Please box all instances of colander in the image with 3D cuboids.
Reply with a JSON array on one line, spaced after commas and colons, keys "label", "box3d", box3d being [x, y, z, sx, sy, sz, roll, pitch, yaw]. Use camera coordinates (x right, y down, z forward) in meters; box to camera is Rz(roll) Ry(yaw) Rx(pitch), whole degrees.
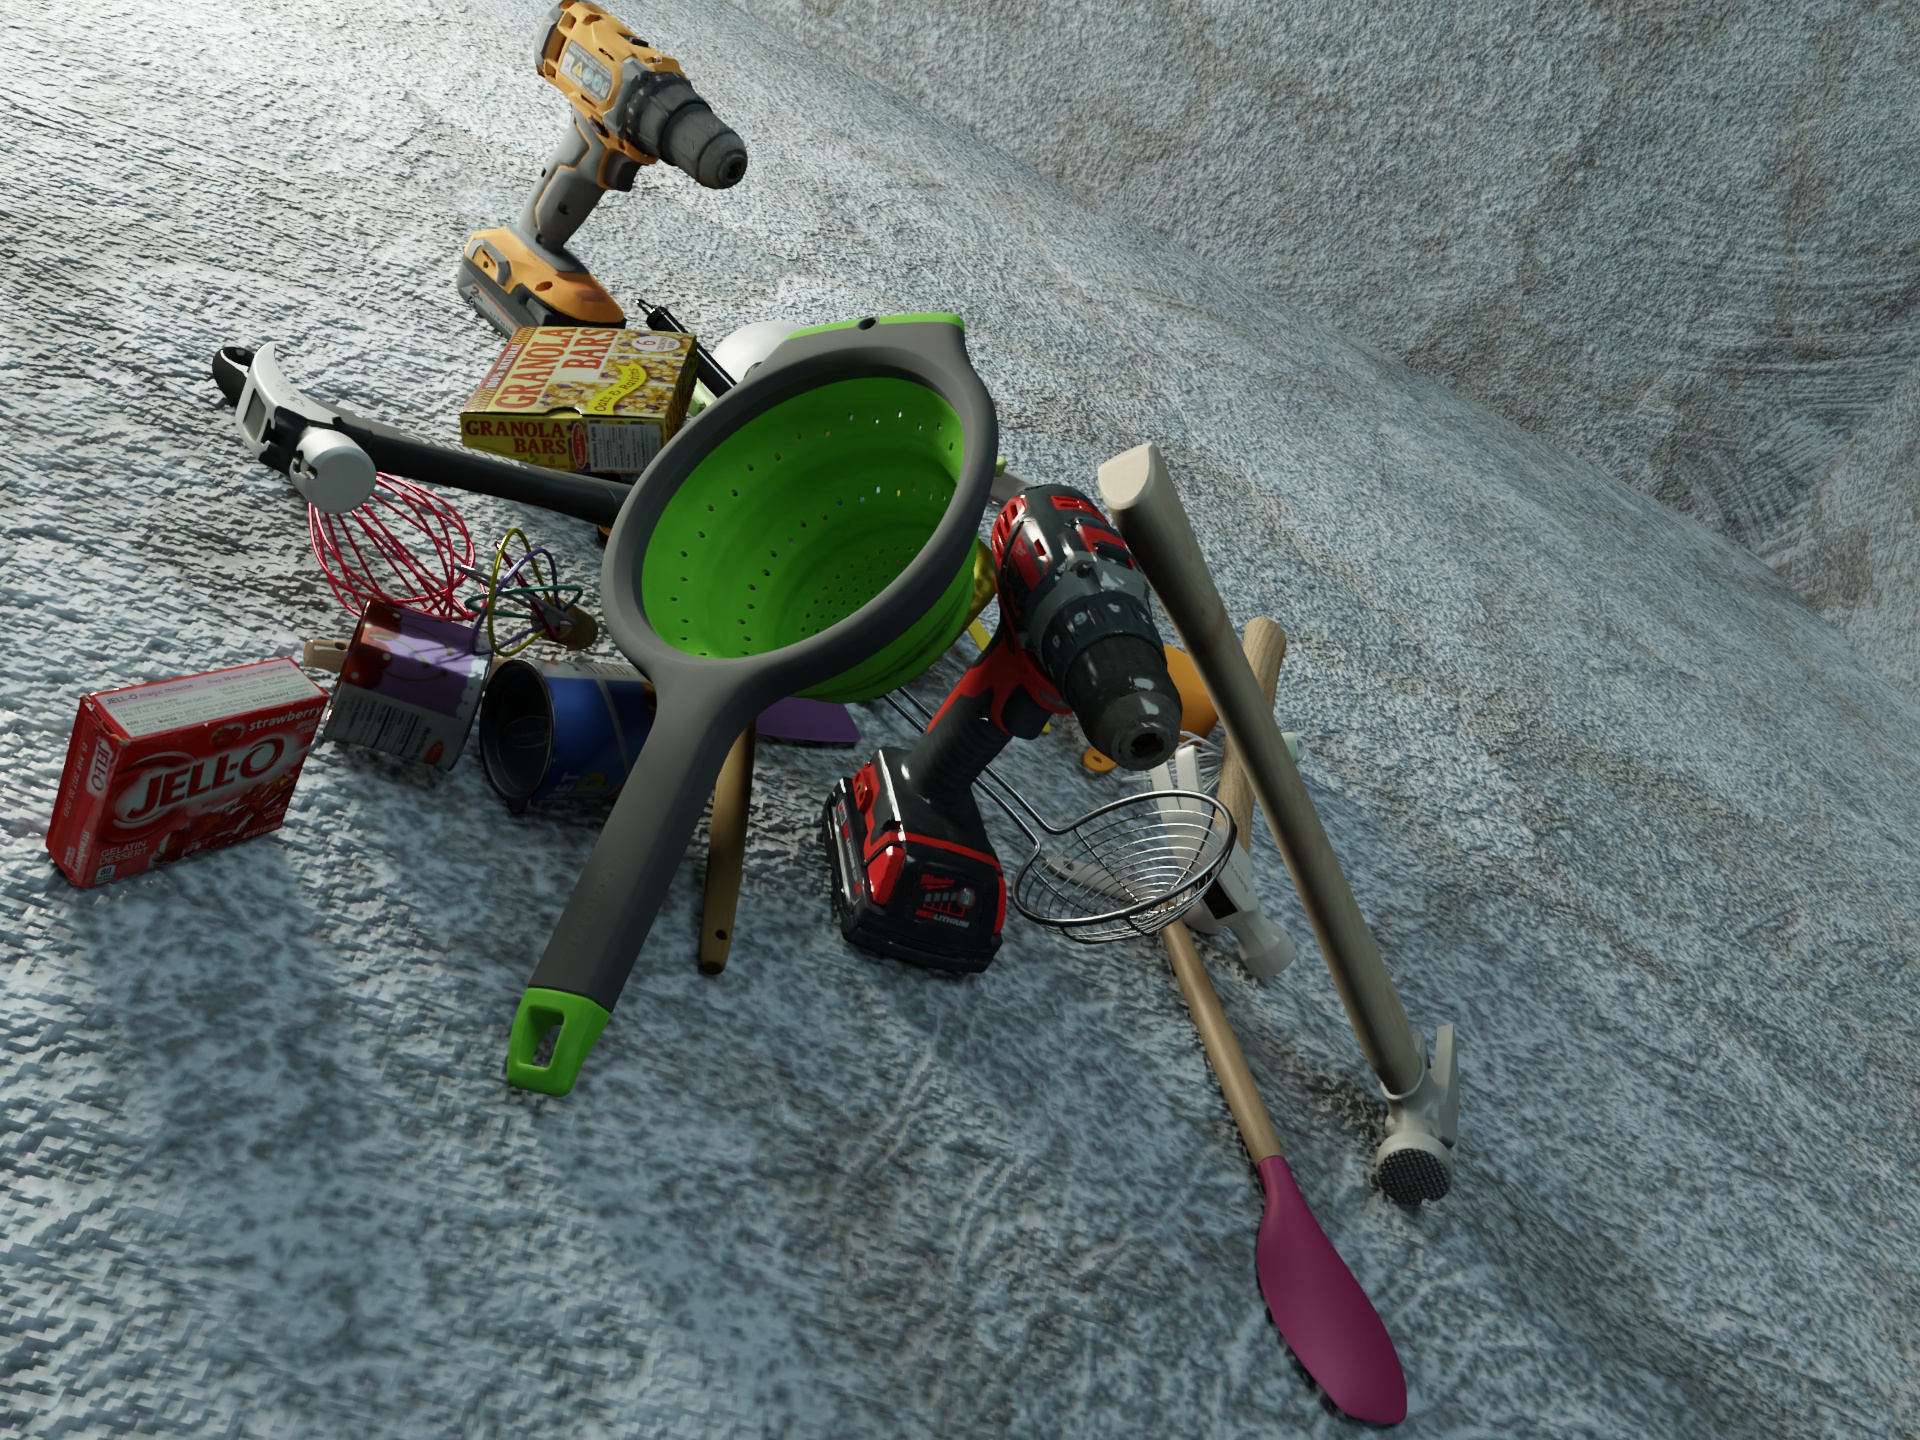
[{"label": "colander", "box3d": [-0.085, -0.008, 0.713, 0.094, 0.204, 0.397, 53, 49, -46]}]

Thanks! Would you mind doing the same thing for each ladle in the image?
[{"label": "ladle", "box3d": [-0.117, 0.011, 0.828, 0.069, 0.031, 0.316, 24, 34, -21]}]

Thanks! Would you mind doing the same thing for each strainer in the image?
[{"label": "strainer", "box3d": [-0.080, -0.254, 1.242, 0.256, 0.069, 0.152, 15, 30, -7]}, {"label": "strainer", "box3d": [-0.152, -0.219, 1.153, 0.258, 0.050, 0.087, 47, 34, 12]}]

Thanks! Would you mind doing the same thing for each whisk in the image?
[{"label": "whisk", "box3d": [-0.194, -0.053, 0.749, 0.245, 0.051, 0.047, 174, -104, -84]}, {"label": "whisk", "box3d": [0.186, 0.029, 1.113, 0.246, 0.059, 0.058, -6, 88, -55]}, {"label": "whisk", "box3d": [-0.332, -0.128, 0.837, 0.073, 0.073, 0.296, -2, 35, -47]}]

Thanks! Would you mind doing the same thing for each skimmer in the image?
[{"label": "skimmer", "box3d": [-0.001, -0.003, 0.920, 0.127, 0.090, 0.363, -35, 63, -27]}]

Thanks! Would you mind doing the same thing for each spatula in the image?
[{"label": "spatula", "box3d": [-0.185, -0.018, 0.838, 0.315, 0.018, 0.060, 6, 39, -42]}]

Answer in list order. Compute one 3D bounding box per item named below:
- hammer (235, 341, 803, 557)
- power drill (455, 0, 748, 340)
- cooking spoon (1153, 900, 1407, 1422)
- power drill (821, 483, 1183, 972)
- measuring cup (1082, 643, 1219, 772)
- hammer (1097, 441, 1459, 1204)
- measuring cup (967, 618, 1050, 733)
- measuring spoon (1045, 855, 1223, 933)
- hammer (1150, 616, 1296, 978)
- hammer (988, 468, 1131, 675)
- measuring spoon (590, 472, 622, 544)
[{"label": "hammer", "box3d": [-0.211, -0.122, 0.838, 0.334, 0.035, 0.146, 9, 22, -48]}, {"label": "power drill", "box3d": [-0.250, -0.360, 1.118, 0.185, 0.226, 0.084, 42, 29, 19]}, {"label": "cooking spoon", "box3d": [0.148, 0.203, 0.803, 0.068, 0.017, 0.319, 18, 30, -25]}, {"label": "power drill", "box3d": [0.022, 0.018, 0.757, 0.080, 0.226, 0.188, 18, 29, -24]}, {"label": "measuring cup", "box3d": [0.127, -0.008, 1.098, 0.095, 0.052, 0.173, 37, 25, 11]}, {"label": "hammer", "box3d": [0.174, 0.044, 0.838, 0.410, 0.038, 0.146, 64, 25, -12]}, {"label": "measuring cup", "box3d": [0.008, -0.046, 1.085, 0.062, 0.029, 0.157, -12, 61, -51]}, {"label": "measuring spoon", "box3d": [0.107, 0.097, 0.940, 0.124, 0.018, 0.034, 19, 29, -20]}, {"label": "hammer", "box3d": [0.184, 0.017, 1.039, 0.130, 0.031, 0.331, 54, 29, -18]}, {"label": "hammer", "box3d": [0.070, -0.115, 1.183, 0.143, 0.038, 0.387, 22, 20, -15]}, {"label": "measuring spoon", "box3d": [-0.226, -0.139, 1.013, 0.021, 0.011, 0.117, 17, 27, -26]}]
